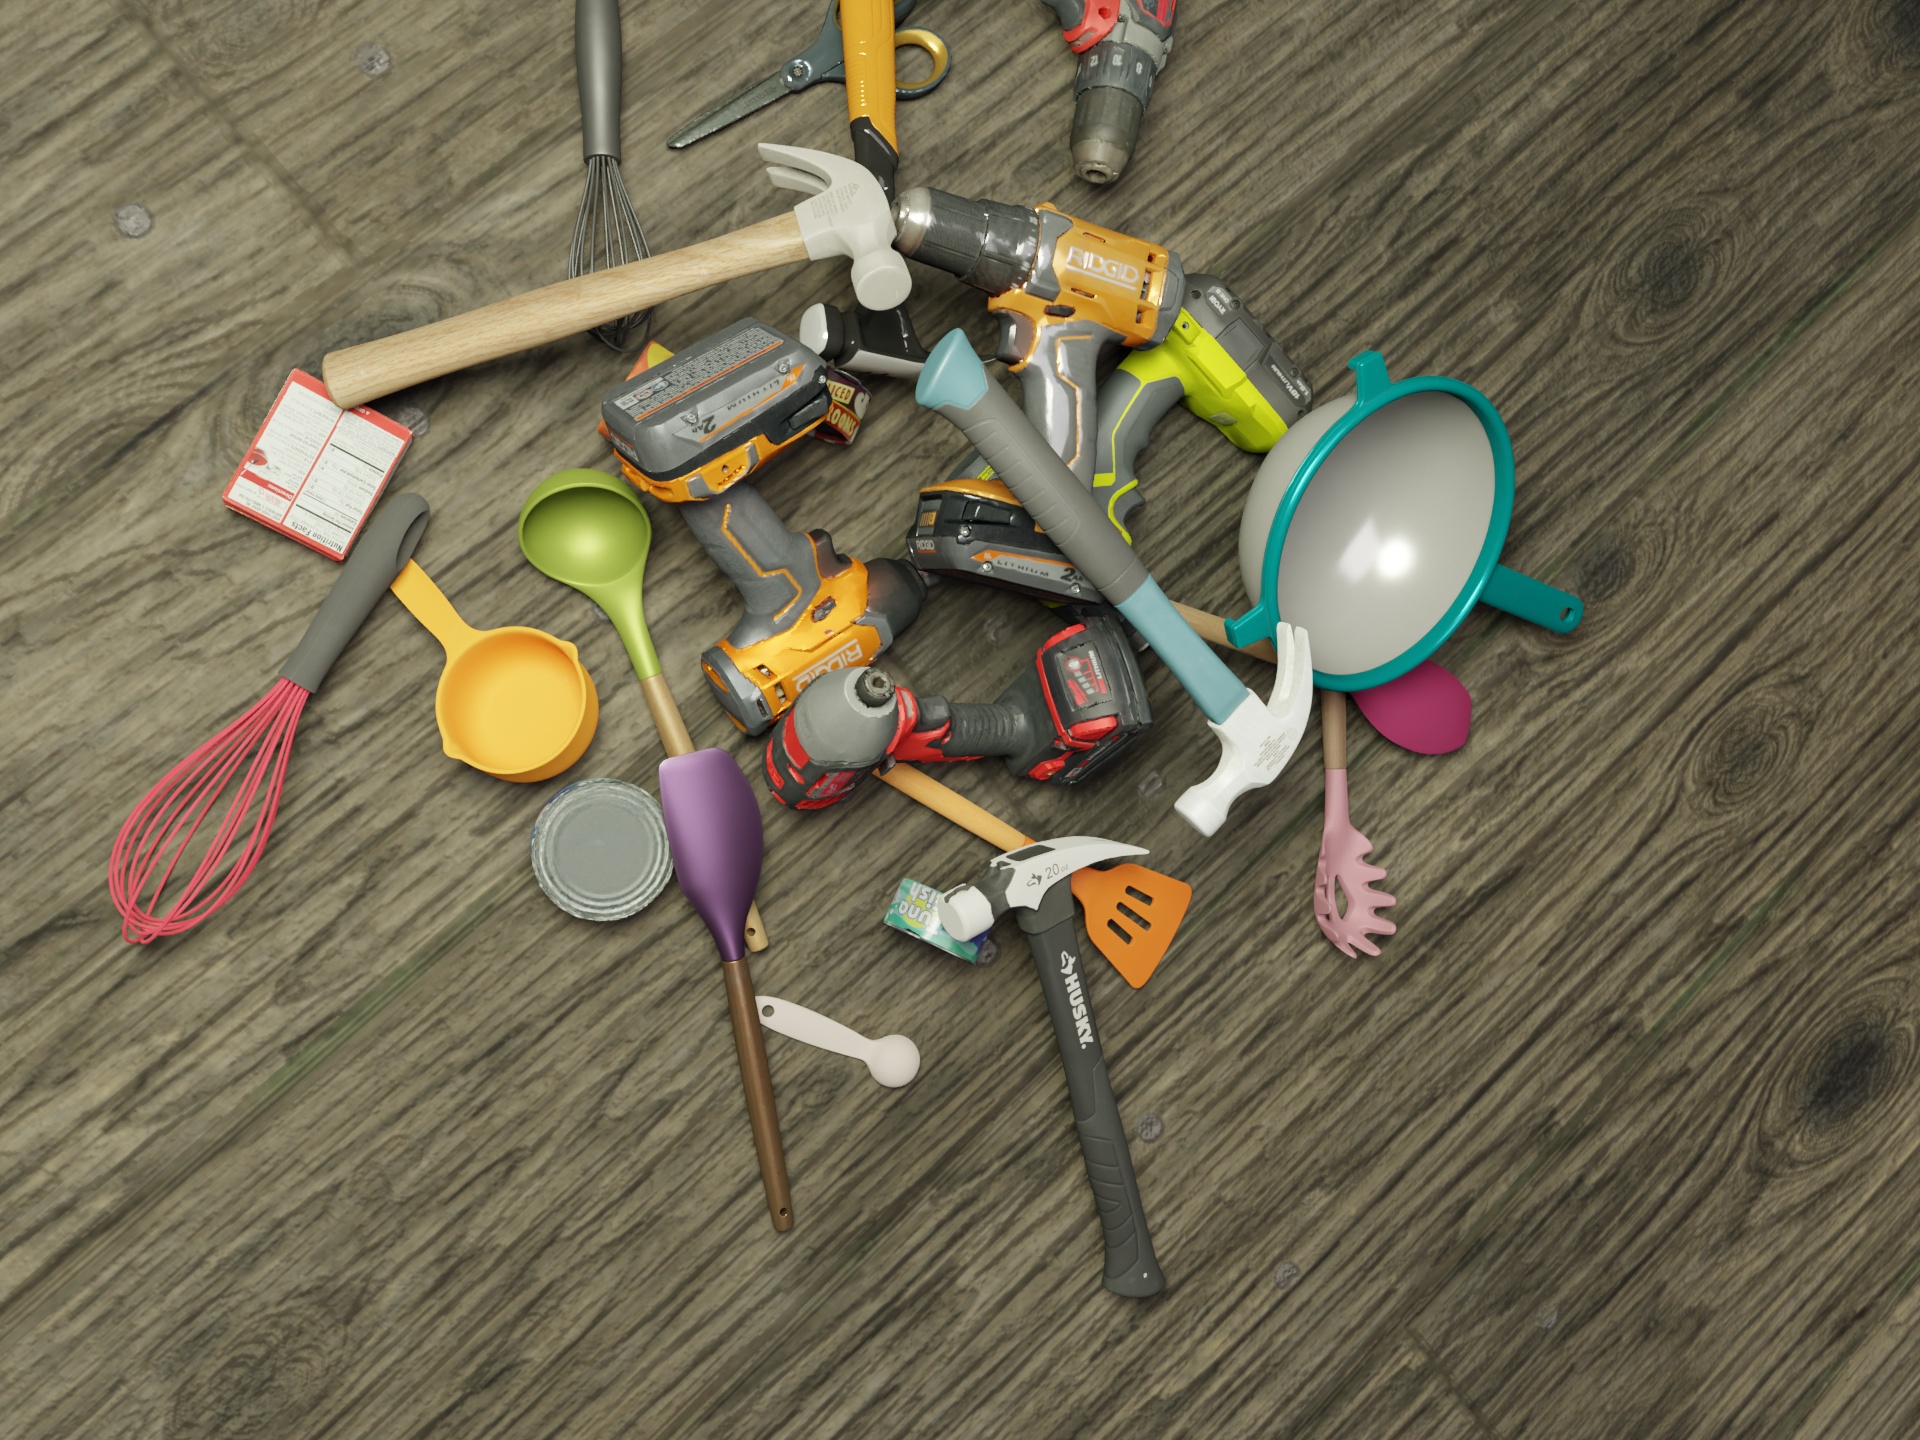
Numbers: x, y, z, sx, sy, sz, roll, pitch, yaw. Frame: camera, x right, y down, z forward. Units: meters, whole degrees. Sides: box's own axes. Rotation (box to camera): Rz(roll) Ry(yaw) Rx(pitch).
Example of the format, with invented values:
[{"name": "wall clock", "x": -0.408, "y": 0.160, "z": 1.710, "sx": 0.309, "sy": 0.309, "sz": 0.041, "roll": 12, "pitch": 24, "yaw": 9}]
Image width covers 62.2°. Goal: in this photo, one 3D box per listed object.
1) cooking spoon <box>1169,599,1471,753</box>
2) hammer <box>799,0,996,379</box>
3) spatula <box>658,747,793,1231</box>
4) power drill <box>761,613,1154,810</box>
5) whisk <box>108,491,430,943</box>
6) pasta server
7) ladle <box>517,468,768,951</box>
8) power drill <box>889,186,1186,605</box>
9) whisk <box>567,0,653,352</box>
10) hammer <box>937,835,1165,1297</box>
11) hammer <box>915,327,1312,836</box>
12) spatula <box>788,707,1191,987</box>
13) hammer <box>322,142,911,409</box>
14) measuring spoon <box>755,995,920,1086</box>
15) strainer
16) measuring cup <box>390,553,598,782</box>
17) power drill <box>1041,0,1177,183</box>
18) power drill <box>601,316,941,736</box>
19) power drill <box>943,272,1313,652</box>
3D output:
[{"name": "cooking spoon", "x": 0.236, "y": -0.040, "z": 1.087, "sx": 0.318, "sy": 0.017, "sz": 0.069, "roll": 16, "pitch": 78, "yaw": -26}, {"name": "hammer", "x": -0.047, "y": -0.377, "z": 0.985, "sx": 0.127, "sy": 0.034, "sz": 0.337, "roll": 1, "pitch": 82, "yaw": -35}, {"name": "spatula", "x": -0.135, "y": 0.172, "z": 0.992, "sx": 0.059, "sy": 0.018, "sz": 0.316, "roll": -12, "pitch": 101, "yaw": -22}, {"name": "power drill", "x": -0.002, "y": -0.003, "z": 0.970, "sx": 0.219, "sy": 0.143, "sz": 0.079, "roll": -7, "pitch": 70, "yaw": -27}, {"name": "whisk", "x": -0.388, "y": -0.005, "z": 0.902, "sx": 0.073, "sy": 0.073, "sz": 0.296, "roll": 32, "pitch": 80, "yaw": -15}, {"name": "pasta server", "x": 0.269, "y": 0.007, "z": 1.124, "sx": 0.060, "sy": 0.040, "sz": 0.316, "roll": -2, "pitch": 90, "yaw": -28}, {"name": "ladle", "x": -0.182, "y": 0.000, "z": 0.973, "sx": 0.078, "sy": 0.062, "sz": 0.320, "roll": -19, "pitch": 100, "yaw": 5}, {"name": "power drill", "x": 0.029, "y": -0.195, "z": 0.945, "sx": 0.185, "sy": 0.084, "sz": 0.226, "roll": 11, "pitch": 90, "yaw": -25}, {"name": "whisk", "x": -0.214, "y": -0.340, "z": 0.963, "sx": 0.055, "sy": 0.055, "sz": 0.239, "roll": -2, "pitch": 87, "yaw": -17}, {"name": "hammer", "x": 0.088, "y": 0.233, "z": 1.042, "sx": 0.146, "sy": 0.035, "sz": 0.334, "roll": -25, "pitch": 109, "yaw": -30}, {"name": "hammer", "x": 0.089, "y": -0.085, "z": 0.915, "sx": 0.128, "sy": 0.033, "sz": 0.330, "roll": -45, "pitch": 112, "yaw": -5}, {"name": "spatula", "x": 0.016, "y": 0.071, "z": 1.054, "sx": 0.322, "sy": 0.041, "sz": 0.081, "roll": 31, "pitch": 81, "yaw": -11}, {"name": "hammer", "x": -0.199, "y": -0.242, "z": 0.898, "sx": 0.331, "sy": 0.031, "sz": 0.130, "roll": -17, "pitch": 58, "yaw": 1}, {"name": "measuring spoon", "x": -0.081, "y": 0.206, "z": 1.026, "sx": 0.124, "sy": 0.018, "sz": 0.034, "roll": 25, "pitch": 84, "yaw": -16}, {"name": "strainer", "x": 0.303, "y": -0.120, "z": 1.084, "sx": 0.340, "sy": 0.095, "sz": 0.211, "roll": 13, "pitch": 107, "yaw": -39}, {"name": "measuring cup", "x": -0.287, "y": -0.037, "z": 0.948, "sx": 0.095, "sy": 0.052, "sz": 0.174, "roll": -42, "pitch": 77, "yaw": -8}, {"name": "power drill", "x": 0.044, "y": -0.463, "z": 0.998, "sx": 0.226, "sy": 0.080, "sz": 0.188, "roll": 18, "pitch": 79, "yaw": -35}, {"name": "power drill", "x": -0.102, "y": -0.117, "z": 0.946, "sx": 0.164, "sy": 0.084, "sz": 0.226, "roll": -33, "pitch": 131, "yaw": -17}, {"name": "power drill", "x": 0.120, "y": -0.169, "z": 1.056, "sx": 0.171, "sy": 0.080, "sz": 0.223, "roll": 45, "pitch": 82, "yaw": -13}]
